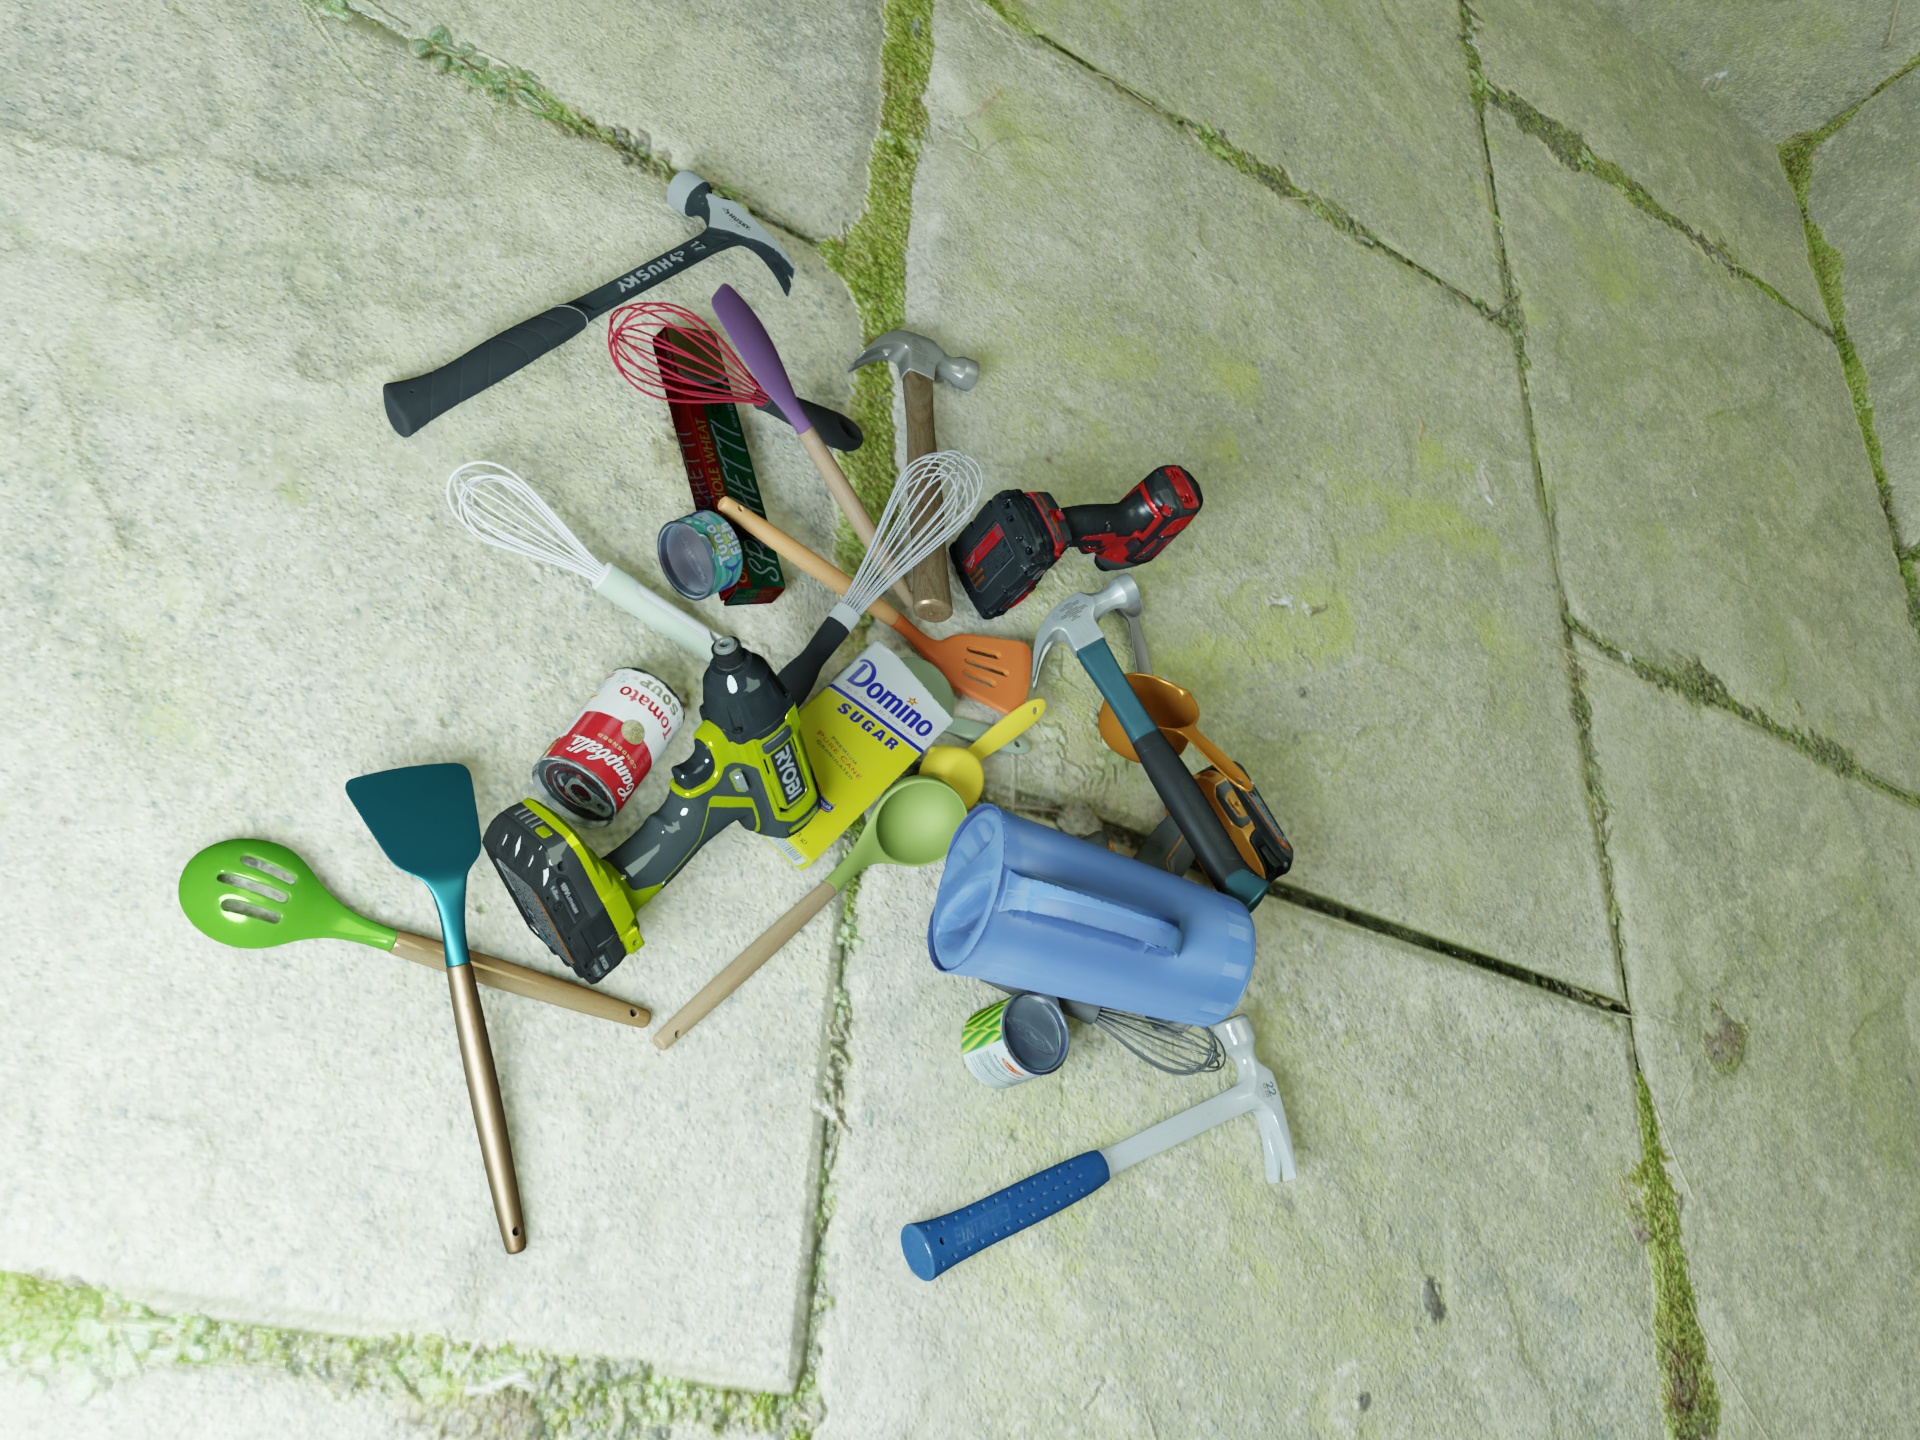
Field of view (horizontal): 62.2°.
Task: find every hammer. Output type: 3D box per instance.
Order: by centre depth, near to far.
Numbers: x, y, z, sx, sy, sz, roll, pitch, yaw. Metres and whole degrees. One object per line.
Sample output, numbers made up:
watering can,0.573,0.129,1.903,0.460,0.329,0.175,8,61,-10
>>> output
hammer,0.123,0.358,1.273,0.405,0.035,0.144,-12,75,-40
hammer,-0.299,-0.330,1.289,0.149,0.036,0.409,37,51,10
hammer,0.169,0.025,1.379,0.128,0.033,0.331,-26,66,-7
hammer,-0.035,-0.227,1.427,0.130,0.031,0.332,16,50,-27

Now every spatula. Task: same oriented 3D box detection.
spatula,-0.318,0.182,1.017,0.082,0.044,0.317,-10,86,-40
spatula,-0.116,-0.222,1.326,0.315,0.018,0.060,58,29,-27
spatula,-0.068,-0.102,1.343,0.322,0.041,0.081,33,52,-31

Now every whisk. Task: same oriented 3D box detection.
whisk,-0.279,-0.115,1.209,0.246,0.059,0.058,34,24,-24
whisk,-0.075,-0.108,1.292,0.070,0.070,0.285,39,76,-15
whisk,0.109,0.234,1.298,0.239,0.055,0.055,23,54,-8
whisk,-0.177,-0.275,1.317,0.295,0.073,0.073,15,58,-53

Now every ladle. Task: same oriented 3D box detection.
ladle,-0.108,0.144,1.198,0.320,0.062,0.078,-41,124,-39

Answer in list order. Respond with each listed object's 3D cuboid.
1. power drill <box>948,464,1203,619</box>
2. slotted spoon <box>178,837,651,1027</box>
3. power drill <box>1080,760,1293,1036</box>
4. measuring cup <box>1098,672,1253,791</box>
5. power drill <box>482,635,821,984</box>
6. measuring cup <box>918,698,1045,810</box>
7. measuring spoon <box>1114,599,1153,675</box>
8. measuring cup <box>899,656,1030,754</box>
power drill,0.107,-0.166,1.465,0.219,0.143,0.079,-16,74,-34
slotted spoon,-0.344,0.150,1.038,0.313,0.031,0.070,25,60,-27
power drill,0.197,0.154,1.405,0.226,0.084,0.185,-29,87,-37
measuring cup,0.195,0.026,1.437,0.095,0.052,0.174,-14,46,-38
power drill,-0.201,0.056,1.081,0.080,0.171,0.223,30,58,35
measuring cup,0.028,0.024,1.349,0.156,0.029,0.062,-37,118,-32
measuring spoon,0.168,-0.070,1.541,0.034,0.018,0.124,-2,76,-37
measuring cup,-0.002,-0.004,1.360,0.167,0.038,0.083,19,58,-26
